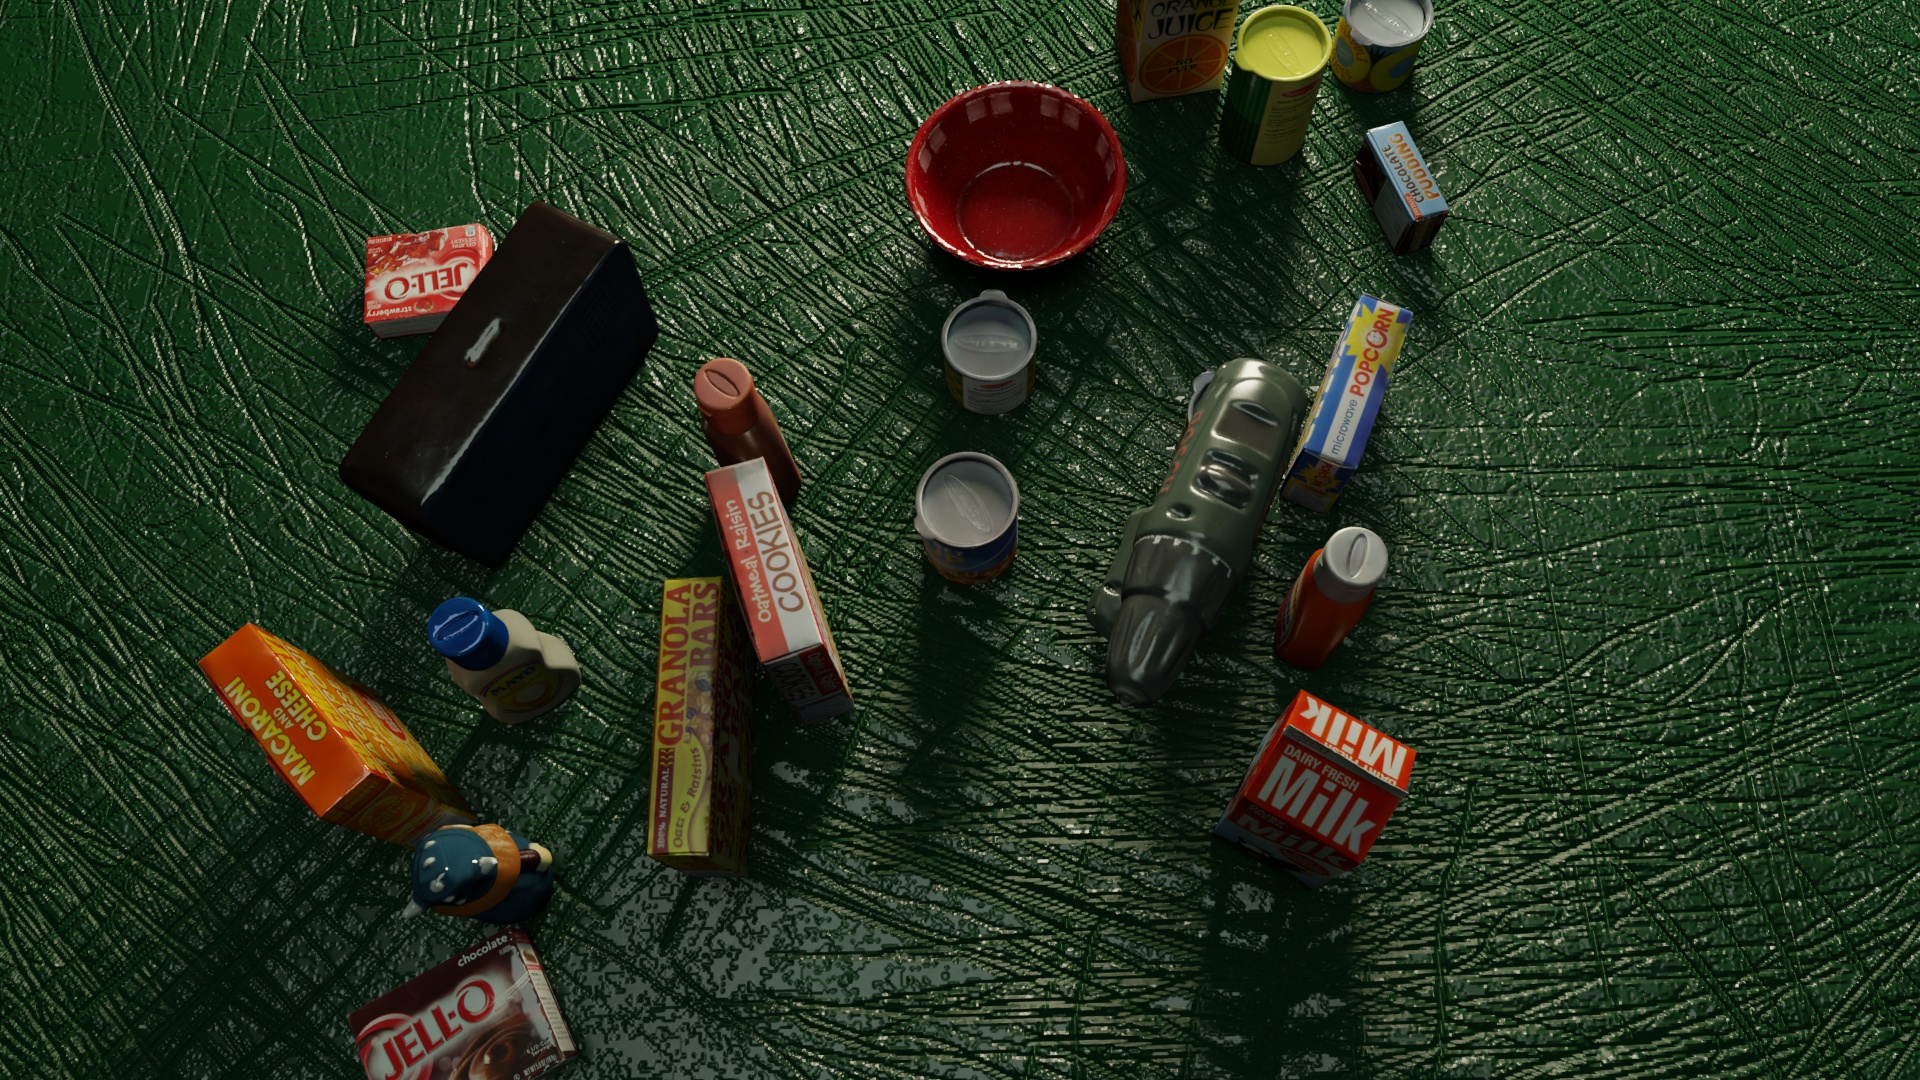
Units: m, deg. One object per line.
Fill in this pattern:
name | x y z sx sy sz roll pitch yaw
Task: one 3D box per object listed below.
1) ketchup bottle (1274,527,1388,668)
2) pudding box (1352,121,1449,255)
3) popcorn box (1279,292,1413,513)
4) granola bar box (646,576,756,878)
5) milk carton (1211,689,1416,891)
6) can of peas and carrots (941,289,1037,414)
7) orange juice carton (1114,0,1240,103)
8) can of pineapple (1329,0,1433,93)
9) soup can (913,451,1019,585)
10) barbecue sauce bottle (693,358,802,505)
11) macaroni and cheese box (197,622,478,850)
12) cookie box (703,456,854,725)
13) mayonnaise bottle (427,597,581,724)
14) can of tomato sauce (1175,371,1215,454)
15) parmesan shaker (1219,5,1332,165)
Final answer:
ketchup bottle | 0.232 0.033 0.867 0.043 0.148 0.065 17 72 8
pudding box | 0.323 -0.259 1.023 0.030 0.049 0.084 -18 71 -4
popcorn box | 0.261 -0.091 0.945 0.038 0.085 0.127 22 72 9
granola bar box | -0.158 0.119 0.862 0.039 0.124 0.166 -1 70 2
milk carton | 0.204 0.145 0.805 0.072 0.190 0.073 29 74 12
can of peas and carrots | 0.021 -0.132 0.982 0.071 0.058 0.071 -1 70 2
orange juice carton | 0.159 -0.410 1.007 0.073 0.192 0.072 -10 70 -1
can of pineapple | 0.320 -0.386 1.064 0.071 0.057 0.071 -1 70 2
soup can | 0.003 -0.012 0.925 0.071 0.083 0.071 -1 70 2
barbecue sauce bottle | -0.144 -0.071 0.917 0.065 0.148 0.044 39 76 14
macaroni and cheese box | -0.373 0.126 0.844 0.040 0.166 0.124 -43 74 -12
cookie box | -0.111 0.037 0.867 0.040 0.167 0.123 -19 71 -5
mayonnaise bottle | -0.288 0.074 0.870 0.065 0.147 0.041 -33 73 -9
can of tomato sauce | 0.180 -0.069 0.940 0.071 0.083 0.071 -1 70 2
parmesan shaker | 0.227 -0.332 1.024 0.071 0.102 0.071 -1 70 2
